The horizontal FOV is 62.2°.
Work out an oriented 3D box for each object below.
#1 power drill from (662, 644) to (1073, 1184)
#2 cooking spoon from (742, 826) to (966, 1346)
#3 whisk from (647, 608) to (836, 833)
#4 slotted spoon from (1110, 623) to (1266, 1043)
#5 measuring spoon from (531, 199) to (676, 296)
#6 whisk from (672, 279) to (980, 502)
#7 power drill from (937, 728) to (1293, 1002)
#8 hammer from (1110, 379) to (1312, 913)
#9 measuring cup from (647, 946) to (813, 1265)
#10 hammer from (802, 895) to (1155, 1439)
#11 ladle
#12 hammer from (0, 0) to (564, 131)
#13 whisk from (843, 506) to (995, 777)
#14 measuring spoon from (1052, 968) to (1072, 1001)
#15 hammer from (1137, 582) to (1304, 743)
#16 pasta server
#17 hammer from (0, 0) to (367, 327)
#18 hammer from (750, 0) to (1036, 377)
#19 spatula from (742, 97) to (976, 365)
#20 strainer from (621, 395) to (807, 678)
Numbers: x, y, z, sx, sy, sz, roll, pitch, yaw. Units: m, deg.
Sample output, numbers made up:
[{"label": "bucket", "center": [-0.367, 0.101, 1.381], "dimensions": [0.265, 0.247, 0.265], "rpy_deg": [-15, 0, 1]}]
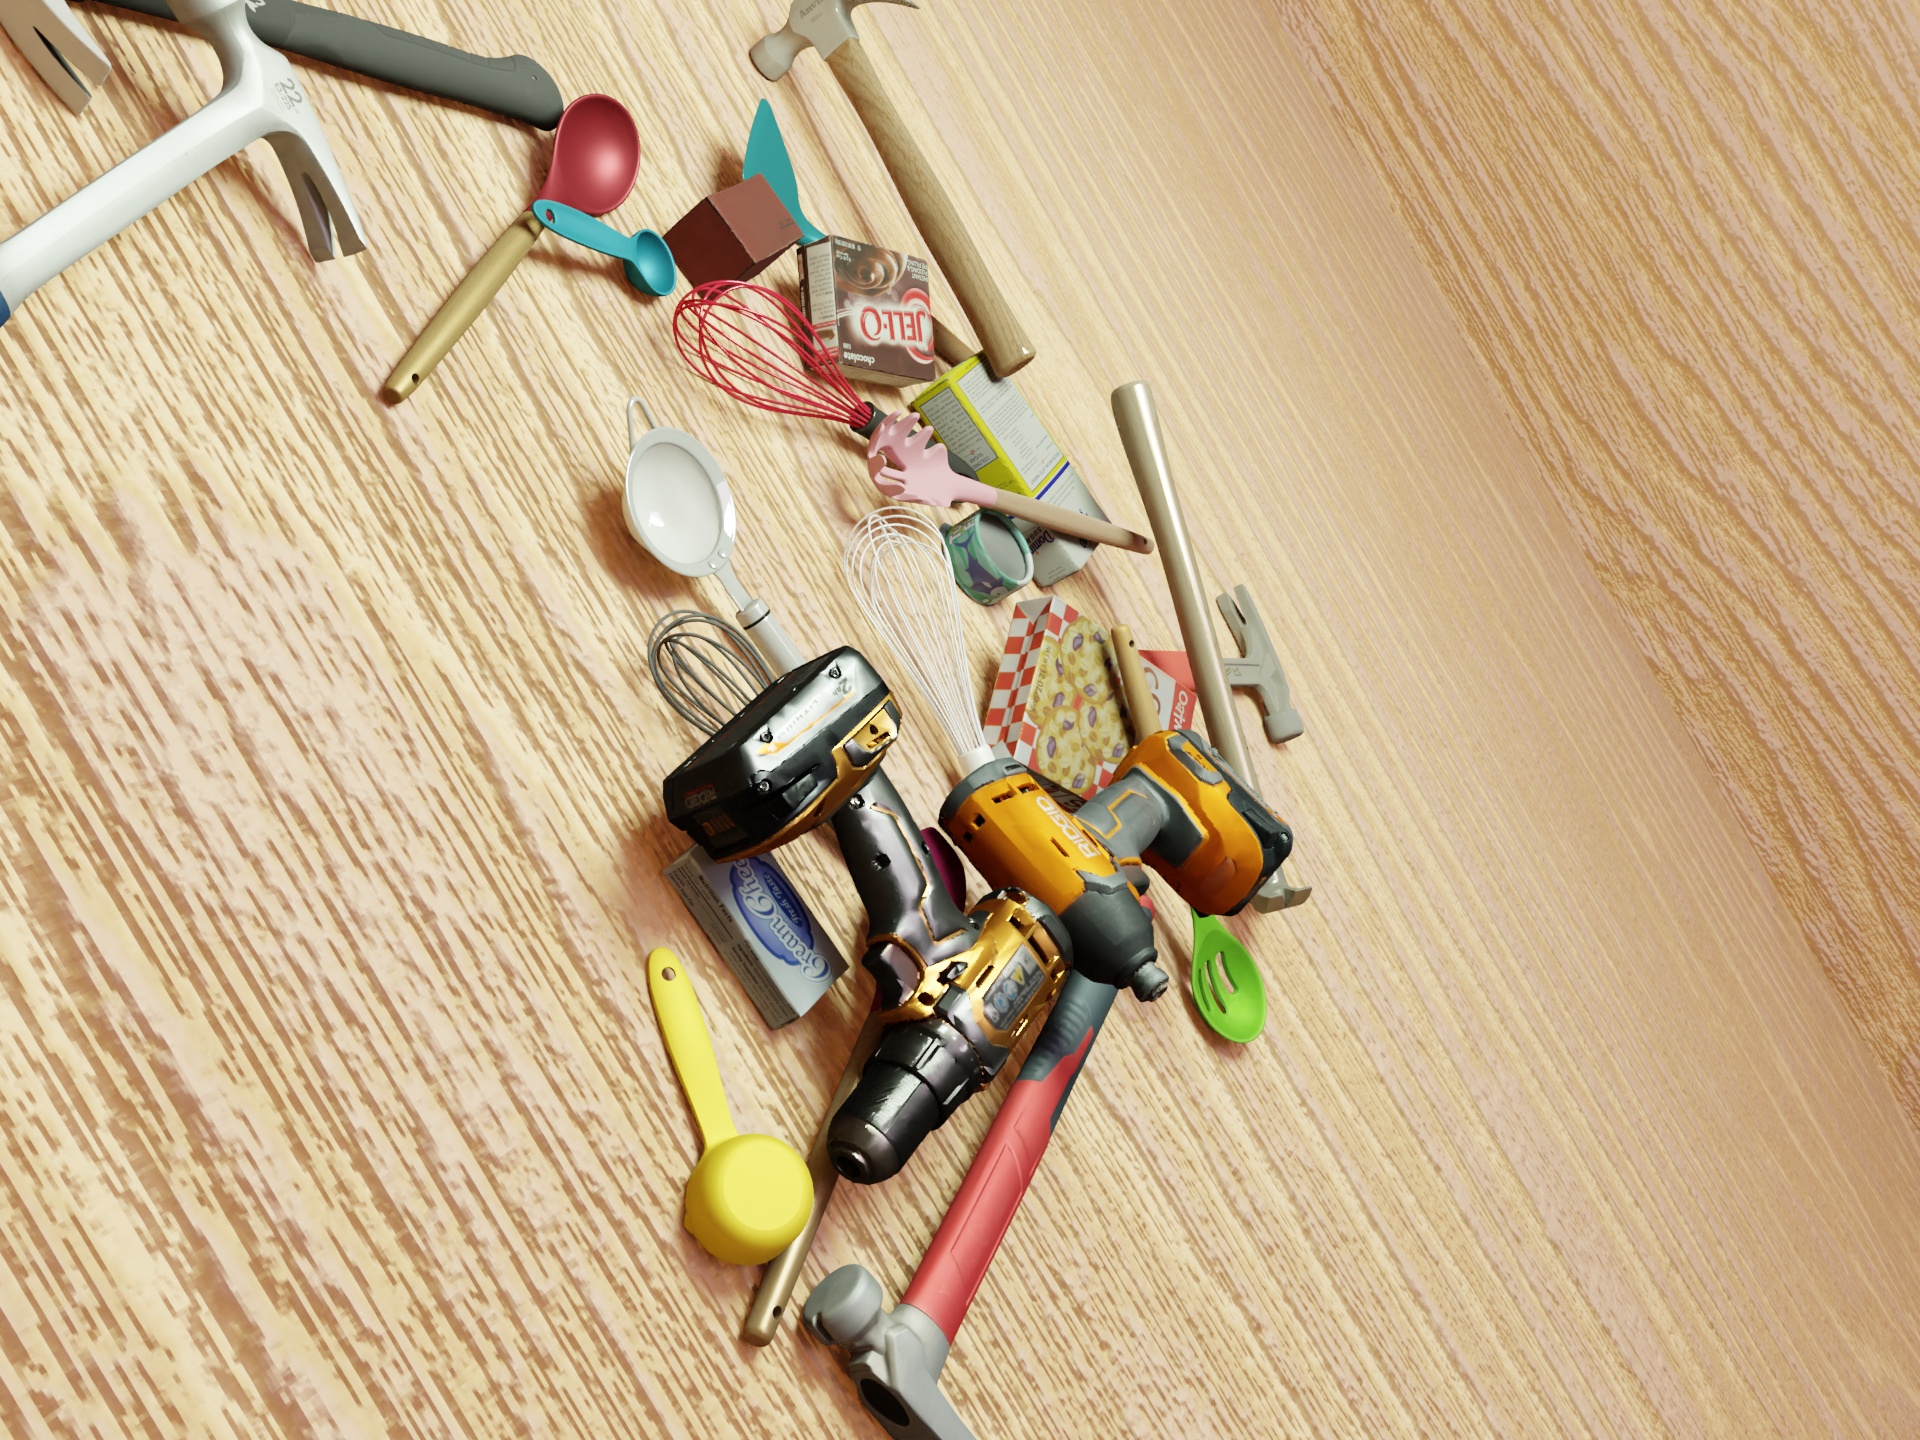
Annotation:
[{"label": "power drill", "center": [-0.051, 0.099, 0.799], "dimensions": [0.226, 0.084, 0.185], "rpy_deg": [55, 46, -13]}, {"label": "cooking spoon", "center": [-0.049, 0.176, 0.829], "dimensions": [0.068, 0.017, 0.319], "rpy_deg": [54, 37, -27]}, {"label": "whisk", "center": [-0.086, 0.027, 0.891], "dimensions": [0.238, 0.055, 0.055], "rpy_deg": [48, 35, -26]}, {"label": "slotted spoon", "center": [0.155, 0.081, 1.117], "dimensions": [0.070, 0.031, 0.313], "rpy_deg": [-27, 105, -41]}, {"label": "measuring spoon", "center": [-0.218, -0.285, 0.955], "dimensions": [0.128, 0.021, 0.042], "rpy_deg": [4, 76, -62]}, {"label": "whisk", "center": [-0.080, -0.213, 1.070], "dimensions": [0.295, 0.073, 0.073], "rpy_deg": [26, 46, -48]}, {"label": "power drill", "center": [0.109, 0.086, 0.968], "dimensions": [0.226, 0.084, 0.164], "rpy_deg": [-10, 51, -51]}, {"label": "hammer", "center": [0.182, -0.058, 1.192], "dimensions": [0.146, 0.038, 0.411], "rpy_deg": [64, 11, -87]}, {"label": "measuring cup", "center": [-0.114, 0.175, 0.744], "dimensions": [0.062, 0.029, 0.157], "rpy_deg": [-11, 70, -34]}, {"label": "hammer", "center": [0.048, 0.233, 0.895], "dimensions": [0.143, 0.038, 0.386], "rpy_deg": [53, 38, -13]}, {"label": "ladle", "center": [-0.252, -0.270, 0.905], "dimensions": [0.316, 0.031, 0.069], "rpy_deg": [-74, 152, -44]}, {"label": "hammer", "center": [-0.346, -0.362, 0.845], "dimensions": [0.334, 0.035, 0.146], "rpy_deg": [-9, 72, -55]}, {"label": "whisk", "center": [-0.003, -0.003, 1.020], "dimensions": [0.070, 0.070, 0.284], "rpy_deg": [-19, 87, -57]}, {"label": "measuring spoon", "center": [0.064, 0.138, 1.039], "dimensions": [0.034, 0.018, 0.124], "rpy_deg": [44, 30, -24]}, {"label": "hammer", "center": [0.173, -0.049, 1.299], "dimensions": [0.359, 0.036, 0.149], "rpy_deg": [-2, 67, -54]}, {"label": "pasta server", "center": [0.045, -0.156, 1.142], "dimensions": [0.316, 0.040, 0.060], "rpy_deg": [9, 73, -45]}, {"label": "hammer", "center": [-0.377, -0.171, 0.634], "dimensions": [0.406, 0.035, 0.143], "rpy_deg": [-69, 144, -45]}, {"label": "hammer", "center": [-0.033, -0.411, 1.203], "dimensions": [0.331, 0.130, 0.031], "rpy_deg": [61, 29, 3]}, {"label": "spatula", "center": [-0.055, -0.332, 1.202], "dimensions": [0.317, 0.044, 0.082], "rpy_deg": [32, 53, -38]}, {"label": "strainer", "center": [-0.126, -0.066, 0.912], "dimensions": [0.258, 0.050, 0.087], "rpy_deg": [56, 39, -18]}]
